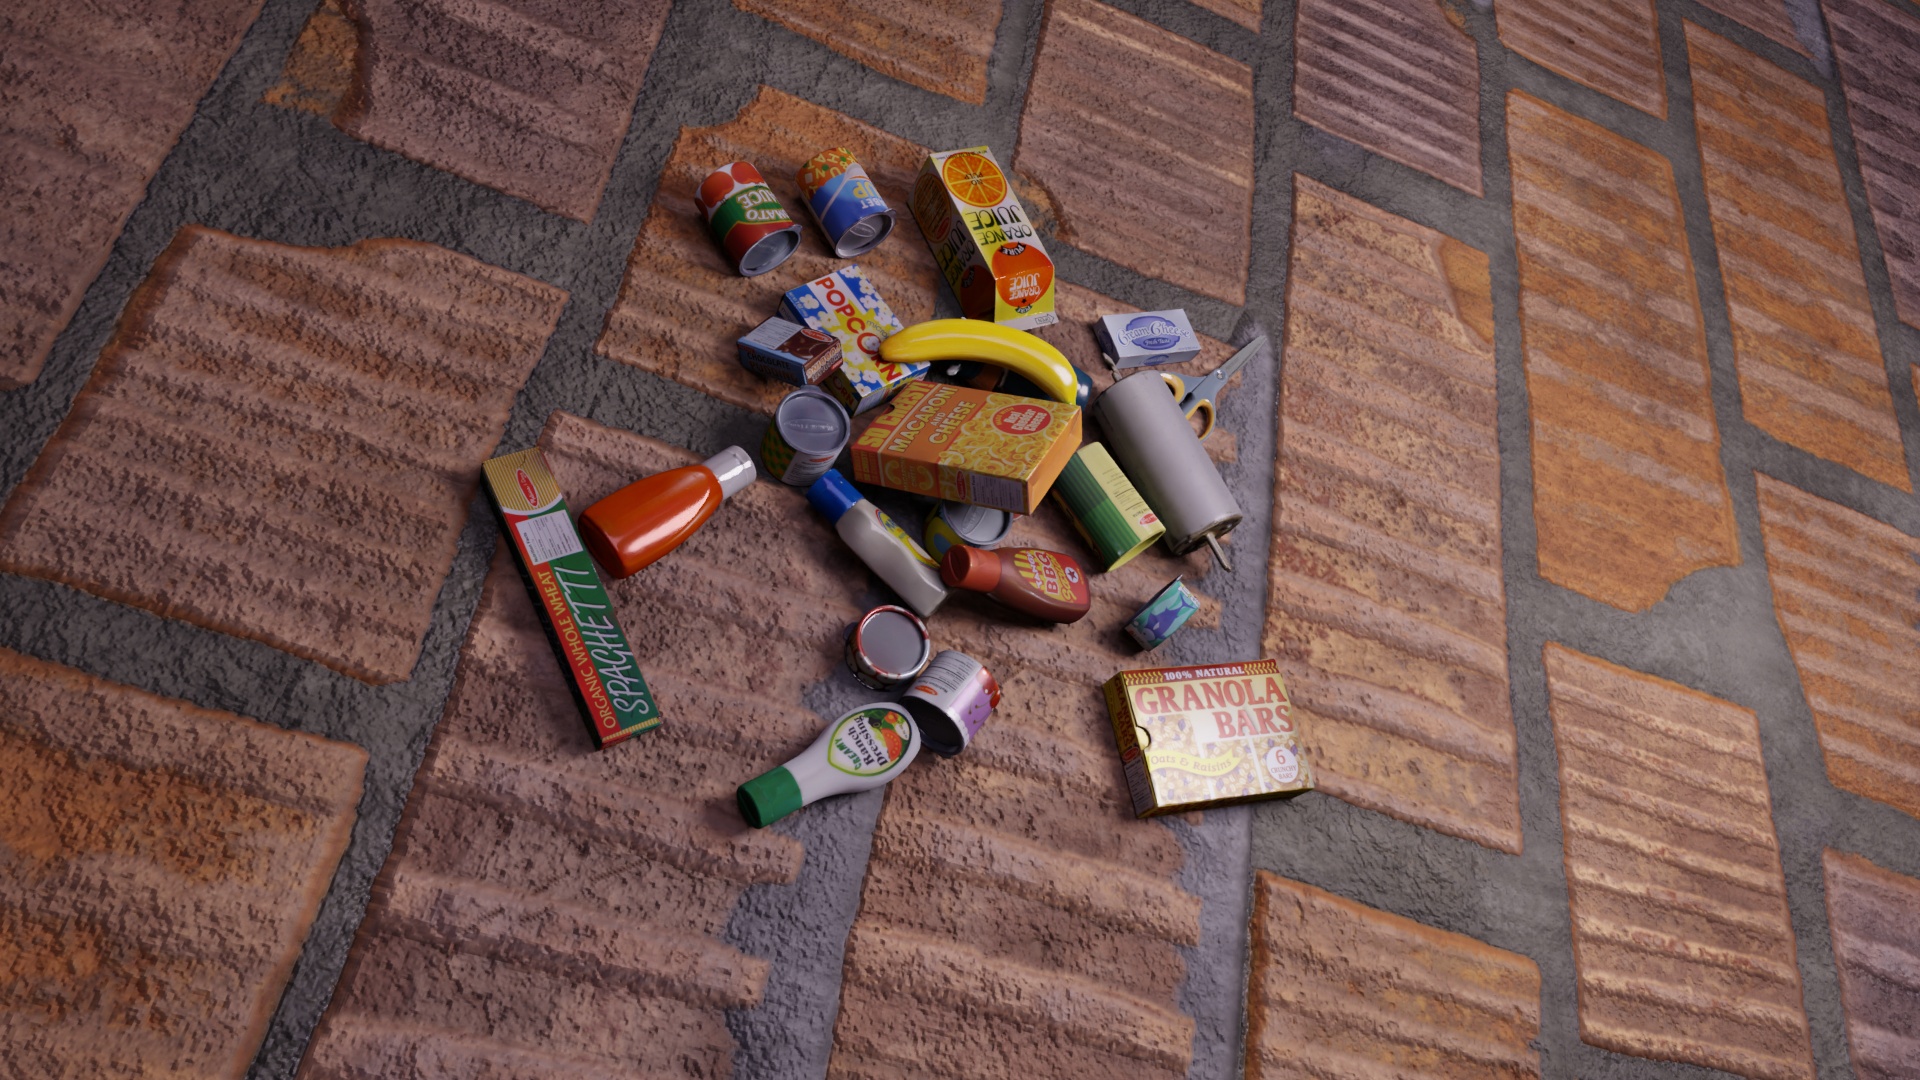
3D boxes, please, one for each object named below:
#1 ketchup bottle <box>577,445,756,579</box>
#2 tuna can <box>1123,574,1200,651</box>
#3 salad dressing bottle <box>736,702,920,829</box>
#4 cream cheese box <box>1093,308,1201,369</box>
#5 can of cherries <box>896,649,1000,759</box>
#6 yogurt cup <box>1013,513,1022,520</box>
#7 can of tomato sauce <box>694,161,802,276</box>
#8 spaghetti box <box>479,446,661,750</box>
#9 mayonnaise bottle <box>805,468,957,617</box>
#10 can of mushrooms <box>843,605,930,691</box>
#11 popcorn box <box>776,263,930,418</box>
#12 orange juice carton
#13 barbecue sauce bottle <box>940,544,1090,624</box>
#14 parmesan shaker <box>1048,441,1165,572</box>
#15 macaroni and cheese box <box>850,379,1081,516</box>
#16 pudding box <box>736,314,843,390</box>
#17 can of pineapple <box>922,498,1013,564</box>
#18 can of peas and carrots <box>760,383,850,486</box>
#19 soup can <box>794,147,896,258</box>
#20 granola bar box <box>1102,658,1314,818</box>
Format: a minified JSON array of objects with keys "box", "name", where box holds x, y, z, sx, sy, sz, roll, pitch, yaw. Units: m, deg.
[{"box":[-0.235,-0.030,1.137,0.149,0.043,0.065,-35,82,-33],"name":"ketchup bottle"},{"box":[0.183,0.065,1.249,0.033,0.070,0.071,48,56,4],"name":"tuna can"},{"box":[-0.102,0.177,1.083,0.148,0.043,0.064,-24,74,-31],"name":"salad dressing bottle"},{"box":[0.191,-0.207,1.425,0.104,0.024,0.053,-10,67,-27],"name":"cream cheese box"},{"box":[-0.009,0.134,1.135,0.071,0.071,0.059,40,55,1],"name":"can of cherries"},{"box":[0.042,-0.058,1.264,0.072,0.053,0.072,10,61,-18],"name":"yogurt cup"},{"box":[-0.195,-0.298,1.281,0.071,0.071,0.083,-27,76,-32],"name":"can of tomato sauce"},{"box":[-0.305,0.043,1.077,0.050,0.028,0.250,-19,72,-30],"name":"spaghetti box"},{"box":[-0.068,0.002,1.183,0.148,0.041,0.065,44,12,5],"name":"mayonnaise bottle"},{"box":[-0.062,0.088,1.154,0.071,0.033,0.071,10,61,-18],"name":"can of mushrooms"},{"box":[-0.099,-0.186,1.281,0.085,0.038,0.127,-30,78,-33],"name":"popcorn box"},{"box":[0.026,-0.287,1.368,0.072,0.072,0.193,-17,72,-30],"name":"orange juice carton"},{"box":[0.047,0.033,1.192,0.148,0.043,0.065,13,49,-44],"name":"barbecue sauce bottle"},{"box":[0.133,-0.032,1.284,0.071,0.071,0.103,-29,77,-32],"name":"parmesan shaker"},{"box":[0.006,-0.085,1.209,0.166,0.040,0.124,12,40,22],"name":"macaroni and cheese box"},{"box":[-0.151,-0.167,1.230,0.084,0.030,0.050,22,49,30],"name":"pudding box"},{"box":[0.004,-0.015,1.223,0.071,0.057,0.071,10,60,-18],"name":"can of pineapple"},{"box":[-0.135,-0.091,1.203,0.071,0.058,0.071,10,60,-18],"name":"can of peas and carrots"},{"box":[-0.109,-0.326,1.333,0.071,0.071,0.084,-23,75,-31],"name":"soup can"},{"box":[0.220,0.172,1.226,0.166,0.039,0.124,-2,64,-24],"name":"granola bar box"}]
